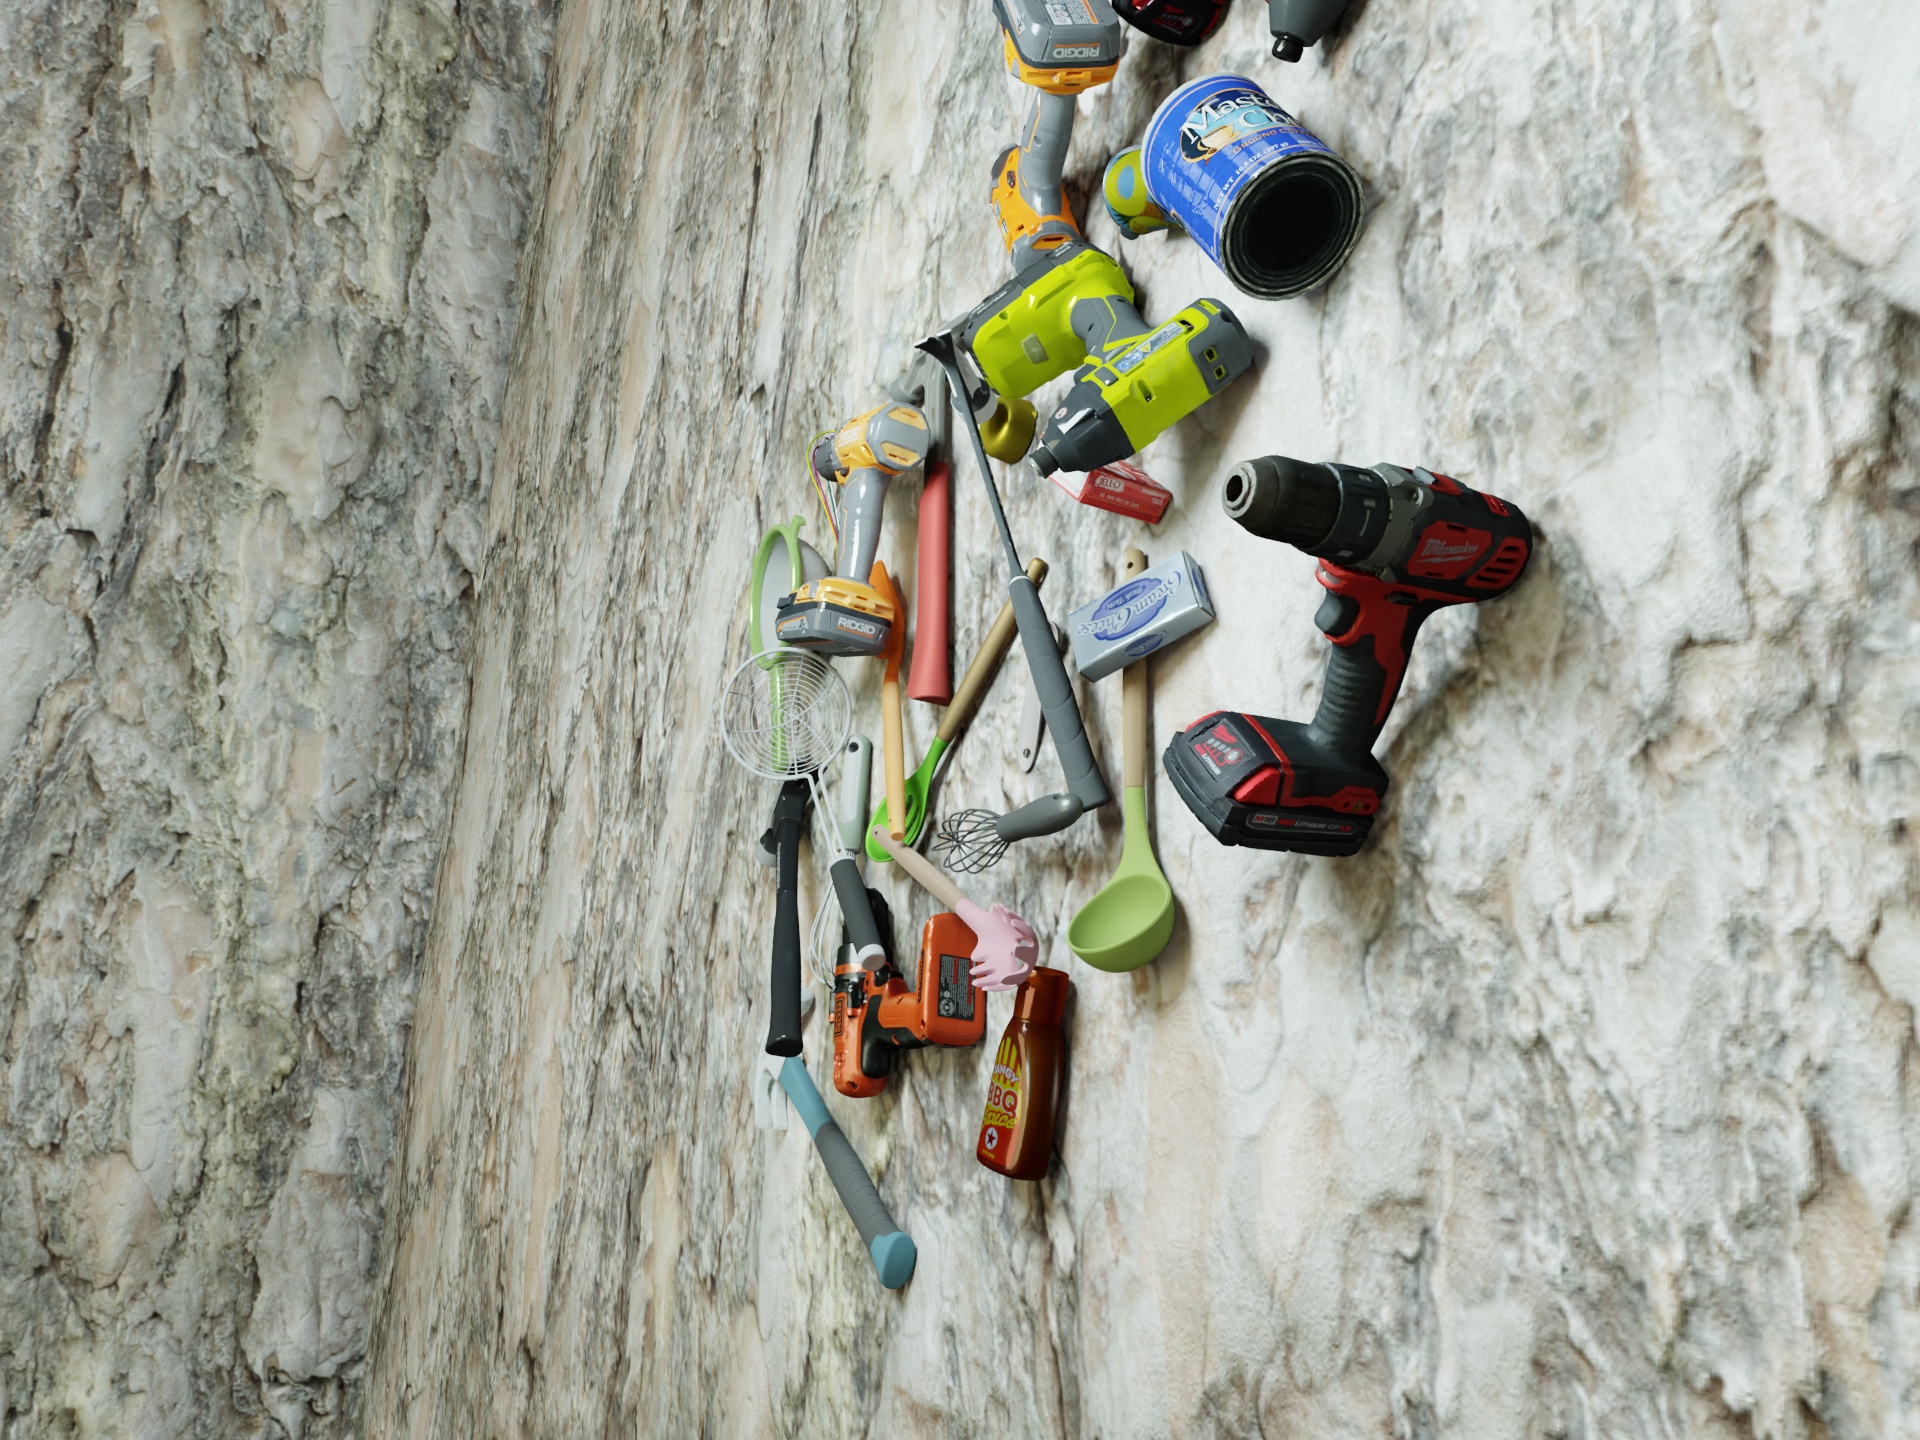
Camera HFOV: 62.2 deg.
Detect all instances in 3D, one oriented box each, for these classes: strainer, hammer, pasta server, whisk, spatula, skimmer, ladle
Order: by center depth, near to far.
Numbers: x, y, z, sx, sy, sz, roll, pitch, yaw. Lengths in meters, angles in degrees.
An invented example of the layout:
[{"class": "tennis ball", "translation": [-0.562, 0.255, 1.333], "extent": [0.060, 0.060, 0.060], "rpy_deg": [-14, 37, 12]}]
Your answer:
[{"class": "ladle", "translation": [0.116, 0.020, 1.124], "extent": [0.078, 0.062, 0.320], "rpy_deg": [-14, 64, 38]}, {"class": "whisk", "translation": [0.035, 0.082, 1.214], "extent": [0.239, 0.055, 0.055], "rpy_deg": [152, 124, -65]}, {"class": "hammer", "translation": [0.043, -0.118, 1.221], "extent": [0.036, 0.149, 0.409], "rpy_deg": [-20, 69, 10]}, {"class": "pasta server", "translation": [-0.015, 0.135, 1.254], "extent": [0.316, 0.040, 0.060], "rpy_deg": [33, 101, 61]}, {"class": "hammer", "translation": [-0.115, 0.376, 1.415], "extent": [0.331, 0.033, 0.128], "rpy_deg": [44, 117, 56]}, {"class": "skimmer", "translation": [-0.131, 0.072, 1.418], "extent": [0.127, 0.090, 0.364], "rpy_deg": [-27, 40, 2]}, {"class": "spatula", "translation": [-0.071, -0.016, 1.439], "extent": [0.081, 0.041, 0.323], "rpy_deg": [-53, 28, 35]}, {"class": "hammer", "translation": [-0.019, -0.188, 1.445], "extent": [0.149, 0.036, 0.359], "rpy_deg": [-28, 56, 53]}, {"class": "whisk", "translation": [-0.106, 0.128, 1.474], "extent": [0.058, 0.059, 0.246], "rpy_deg": [-7, 66, 26]}, {"class": "hammer", "translation": [-0.160, 0.177, 1.479], "extent": [0.335, 0.035, 0.146], "rpy_deg": [-97, 27, -53]}, {"class": "strainer", "translation": [-0.163, -0.072, 1.622], "extent": [0.151, 0.069, 0.256], "rpy_deg": [153, 117, -62]}, {"class": "whisk", "translation": [-0.125, -0.191, 1.622], "extent": [0.051, 0.047, 0.245], "rpy_deg": [-36, 53, 48]}]

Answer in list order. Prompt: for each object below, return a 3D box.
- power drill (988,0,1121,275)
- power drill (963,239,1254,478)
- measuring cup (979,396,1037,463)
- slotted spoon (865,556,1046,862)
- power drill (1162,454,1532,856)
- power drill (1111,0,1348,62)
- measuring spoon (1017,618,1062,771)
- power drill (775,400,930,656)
[{"class": "power drill", "translation": [0.065, -0.495, 1.306], "extent": [0.226, 0.084, 0.164], "rpy_deg": [97, 163, -50]}, {"class": "power drill", "translation": [0.093, -0.267, 1.180], "extent": [0.171, 0.080, 0.223], "rpy_deg": [-35, 36, 1]}, {"class": "measuring cup", "translation": [0.034, -0.298, 1.397], "extent": [0.062, 0.029, 0.157], "rpy_deg": [-38, 51, 49]}, {"class": "slotted spoon", "translation": [-0.002, -0.004, 1.363], "extent": [0.313, 0.031, 0.070], "rpy_deg": [-62, 34, 24]}, {"class": "power drill", "translation": [0.194, -0.040, 0.884], "extent": [0.226, 0.187, 0.080], "rpy_deg": [-68, 31, 26]}, {"class": "power drill", "translation": [0.208, -0.548, 1.147], "extent": [0.220, 0.078, 0.143], "rpy_deg": [36, 111, 55]}, {"class": "measuring spoon", "translation": [0.063, -0.020, 1.271], "extent": [0.034, 0.018, 0.124], "rpy_deg": [14, 99, 43]}, {"class": "power drill", "translation": [-0.108, -0.177, 1.486], "extent": [0.185, 0.084, 0.226], "rpy_deg": [2, 78, 64]}]
